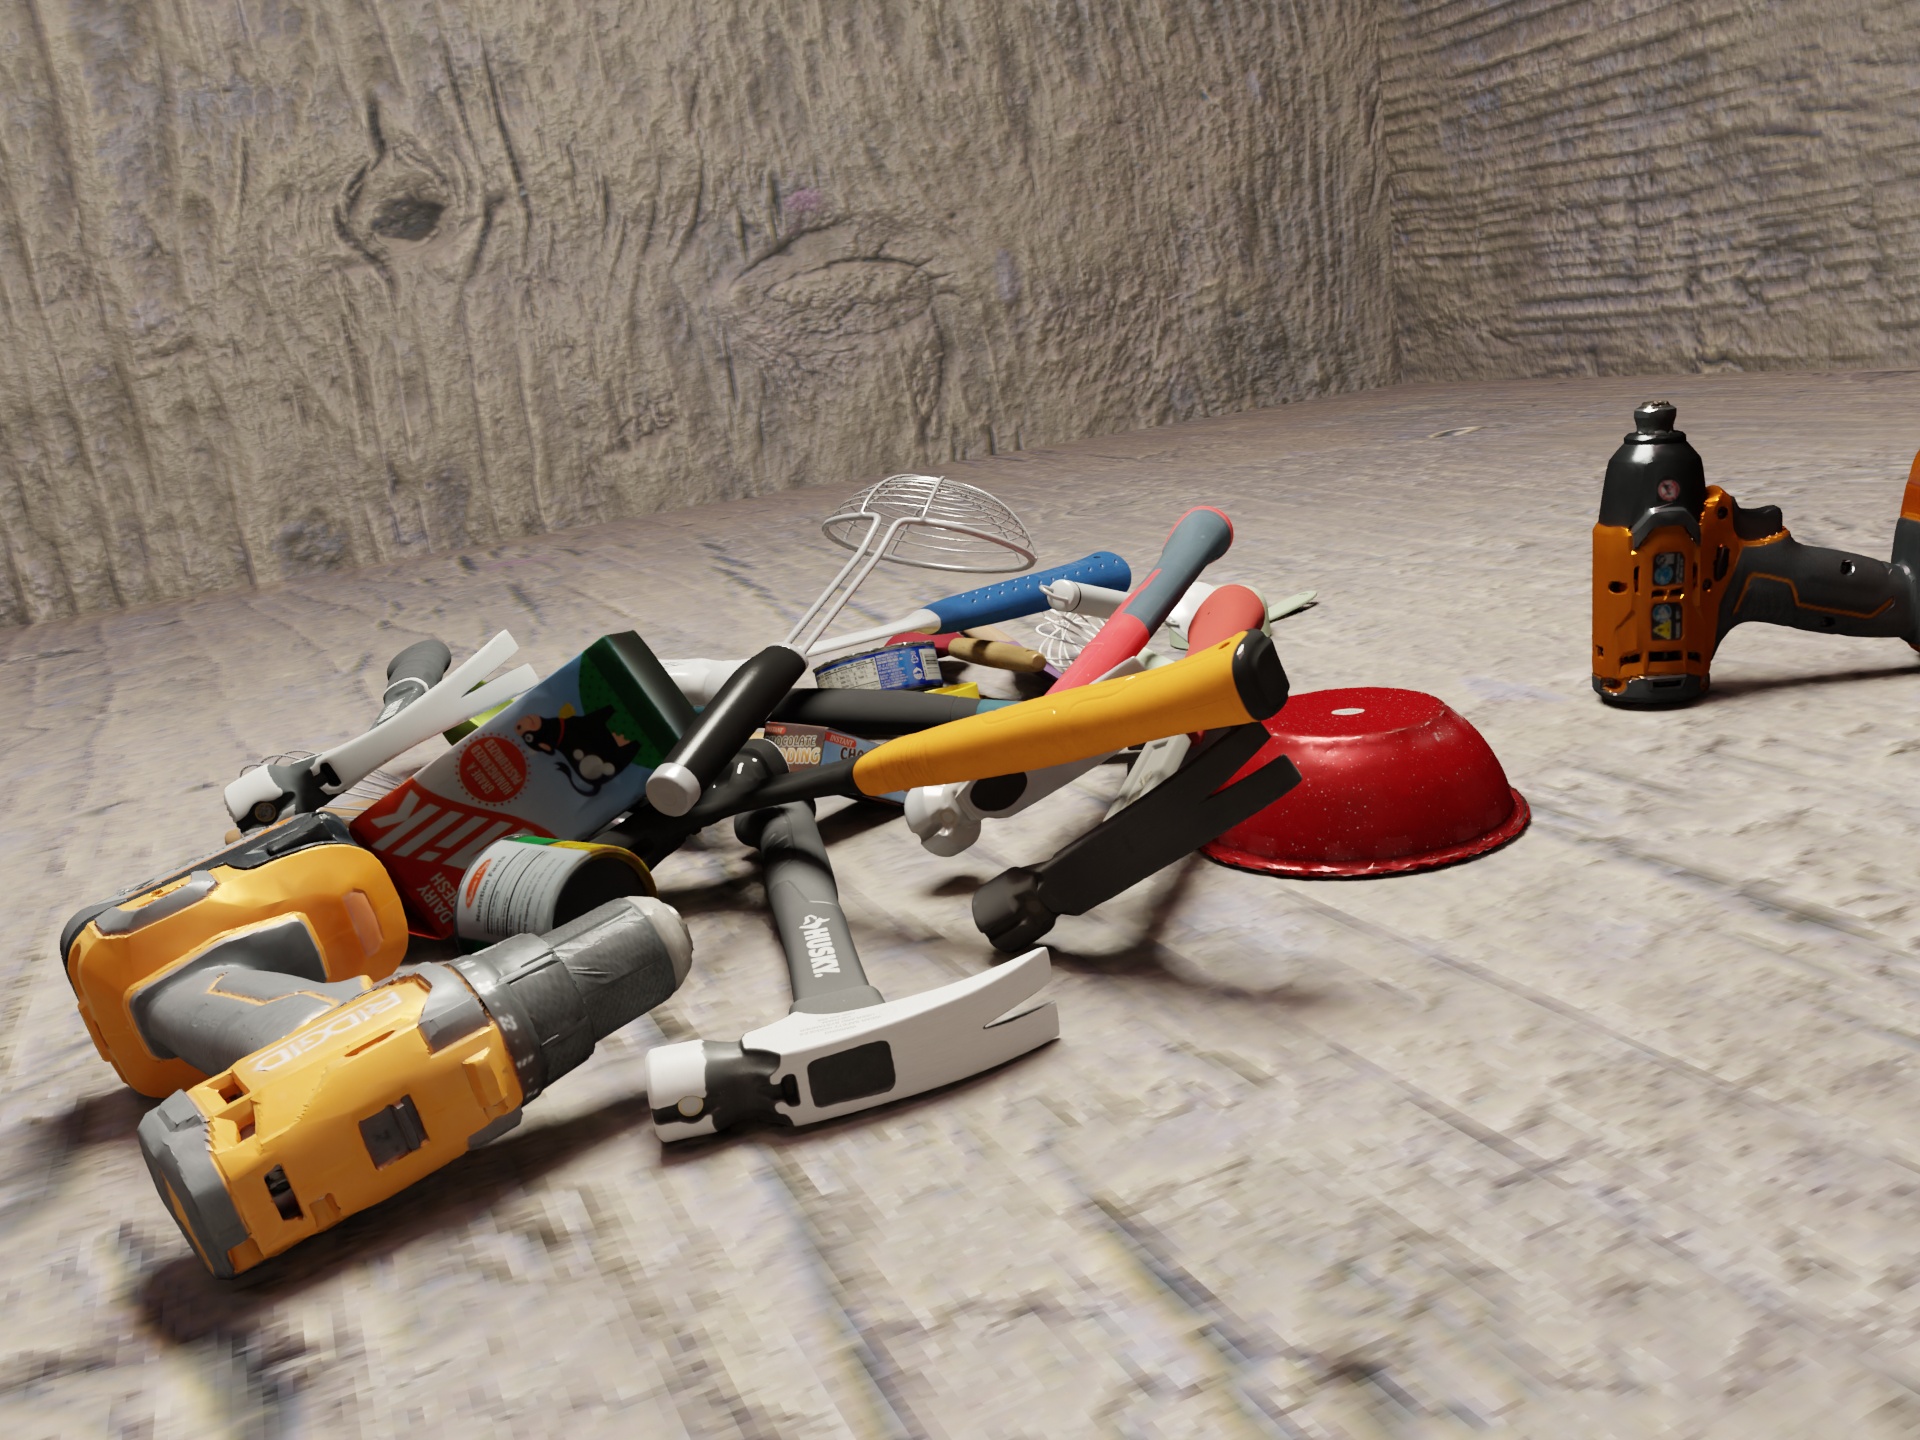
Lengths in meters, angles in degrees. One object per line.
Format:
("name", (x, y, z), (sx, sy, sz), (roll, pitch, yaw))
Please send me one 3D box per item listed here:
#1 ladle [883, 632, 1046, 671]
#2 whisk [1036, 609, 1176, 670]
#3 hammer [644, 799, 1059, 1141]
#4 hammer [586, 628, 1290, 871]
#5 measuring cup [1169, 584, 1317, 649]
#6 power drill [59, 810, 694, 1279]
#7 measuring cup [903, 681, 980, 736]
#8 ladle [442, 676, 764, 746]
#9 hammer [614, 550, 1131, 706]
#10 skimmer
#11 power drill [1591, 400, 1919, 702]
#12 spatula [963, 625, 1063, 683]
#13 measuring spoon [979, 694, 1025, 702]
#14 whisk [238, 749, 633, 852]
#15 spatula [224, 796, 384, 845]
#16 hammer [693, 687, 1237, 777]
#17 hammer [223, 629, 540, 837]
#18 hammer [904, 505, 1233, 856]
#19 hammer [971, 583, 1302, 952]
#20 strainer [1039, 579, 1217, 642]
("ladle", (0.004, -0.048, 1.109), (0.069, 0.031, 0.315), (-6, 6, -15))
("whisk", (0.113, -0.042, 1.086), (0.058, 0.059, 0.246), (-47, 24, -3))
("hammer", (-0.061, 0.083, 0.696), (0.146, 0.035, 0.335), (-11, 14, -8))
("hammer", (-0.018, 0.018, 0.672), (0.337, 0.034, 0.127), (-14, 16, 39))
("measuring cup", (0.224, -0.093, 1.224), (0.083, 0.038, 0.167), (6, 22, 45))
("power drill", (-0.223, 0.099, 0.596), (0.185, 0.084, 0.226), (-28, 26, -32))
("measuring cup", (-0.055, 0.005, 1.042), (0.156, 0.029, 0.062), (-14, 5, 30))
("ladle", (-0.216, 0.002, 1.065), (0.320, 0.062, 0.078), (1, -3, 23))
("hammer", (-0.034, -0.062, 1.008), (0.144, 0.035, 0.405), (10, 19, 41))
("skimmer", (-0.062, -0.037, 0.834), (0.127, 0.090, 0.363), (7, 34, 19))
("power drill", (0.463, -0.099, 0.869), (0.226, 0.164, 0.084), (-4, 14, 6))
("spatula", (0.032, -0.058, 1.212), (0.059, 0.018, 0.316), (31, 3, -14))
("measuring spoon", (0.044, -0.004, 1.041), (0.117, 0.011, 0.021), (11, 23, 43))
("whisk", (-0.299, 0.056, 0.905), (0.285, 0.070, 0.070), (4, 17, 23))
("spatula", (-0.299, 0.036, 0.994), (0.317, 0.044, 0.082), (-12, 42, -7))
("hammer", (-0.001, -0.003, 0.938), (0.331, 0.033, 0.128), (2, 17, 11))
("hammer", (-0.320, -0.016, 0.926), (0.149, 0.036, 0.409), (-32, 15, -9))
("hammer", (0.101, -0.054, 0.862), (0.143, 0.038, 0.386), (-34, 7, 33))
("hammer", (0.116, -0.009, 0.775), (0.149, 0.036, 0.359), (-36, 6, 27))
("strainer", (0.123, -0.071, 1.033), (0.087, 0.050, 0.258), (47, 23, 26))
